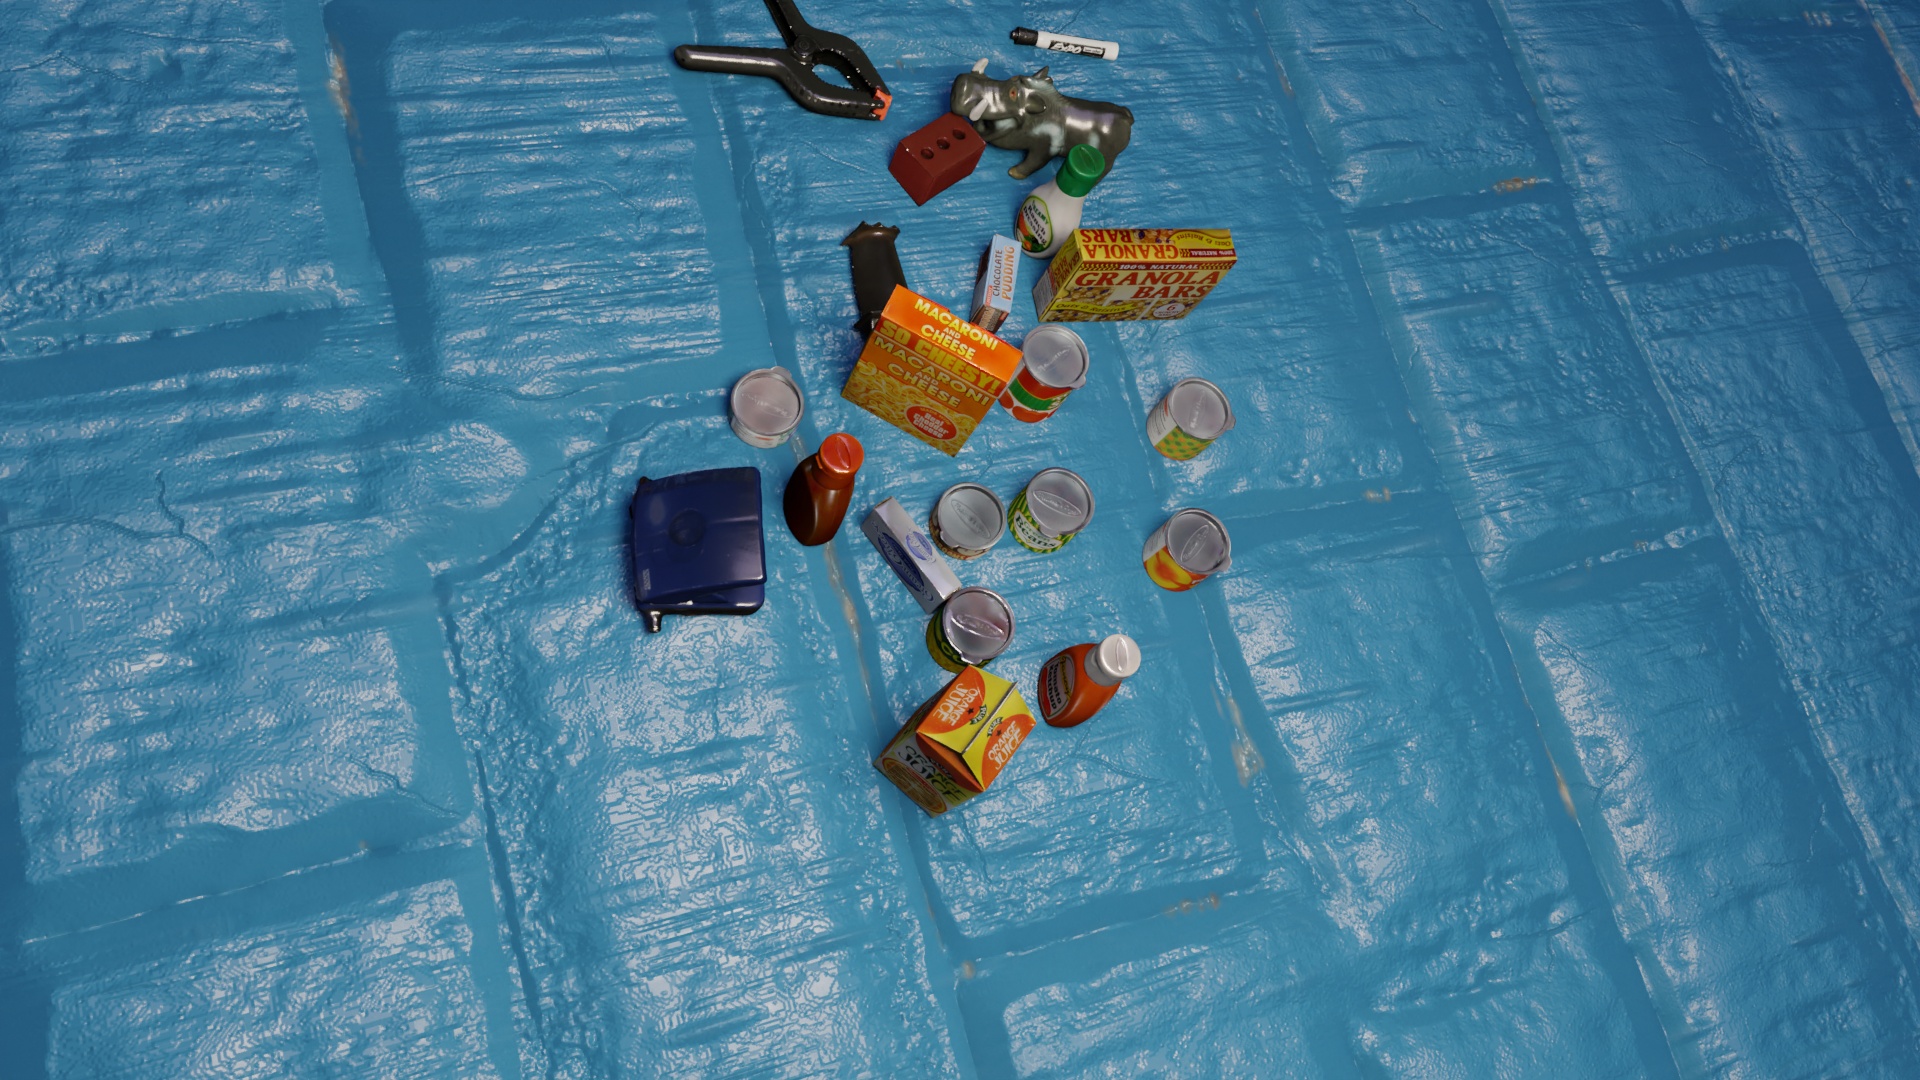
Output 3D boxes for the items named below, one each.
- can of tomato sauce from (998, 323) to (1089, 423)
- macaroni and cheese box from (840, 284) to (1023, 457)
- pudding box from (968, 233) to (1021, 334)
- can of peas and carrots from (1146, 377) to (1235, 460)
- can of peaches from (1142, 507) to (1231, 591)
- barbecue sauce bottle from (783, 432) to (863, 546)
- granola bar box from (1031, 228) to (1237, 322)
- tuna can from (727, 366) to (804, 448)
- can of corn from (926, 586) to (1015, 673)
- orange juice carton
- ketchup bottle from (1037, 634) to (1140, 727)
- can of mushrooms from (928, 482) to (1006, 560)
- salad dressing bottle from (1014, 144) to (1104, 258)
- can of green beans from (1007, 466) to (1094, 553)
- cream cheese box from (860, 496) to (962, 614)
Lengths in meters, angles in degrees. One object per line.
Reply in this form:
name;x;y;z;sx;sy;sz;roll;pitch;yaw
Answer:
can of tomato sauce;0.078;-0.156;1.321;0.071;0.082;0.071;6;69;-15
macaroni and cheese box;-0.029;-0.148;1.238;0.124;0.165;0.040;28;65;-6
pudding box;0.034;-0.251;1.361;0.030;0.049;0.084;14;67;-12
can of peas and carrots;0.226;-0.118;1.367;0.071;0.058;0.071;6;69;-15
can of peaches;0.215;0.011;1.315;0.071;0.058;0.071;6;69;-15
barbecue sauce bottle;-0.116;-0.047;1.183;0.044;0.148;0.065;-14;76;-22
granola bar box;0.169;-0.259;1.365;0.166;0.123;0.039;-4;72;-19
tuna can;-0.175;-0.121;1.256;0.071;0.032;0.071;6;69;-15
can of corn;0.008;0.082;1.224;0.071;0.058;0.071;6;69;-15
orange juice carton;-0.002;0.161;1.117;0.073;0.192;0.072;41;64;0
ketchup bottle;0.110;0.116;1.193;0.043;0.148;0.065;3;70;-17
can of mushrooms;0.005;-0.016;1.273;0.071;0.033;0.071;6;69;-15
salad dressing bottle;0.097;-0.331;1.356;0.044;0.147;0.064;-23;79;-23
can of green beans;0.083;-0.027;1.288;0.071;0.057;0.071;6;69;-15
cream cheese box;-0.044;0.014;1.236;0.024;0.053;0.104;-36;84;-25
